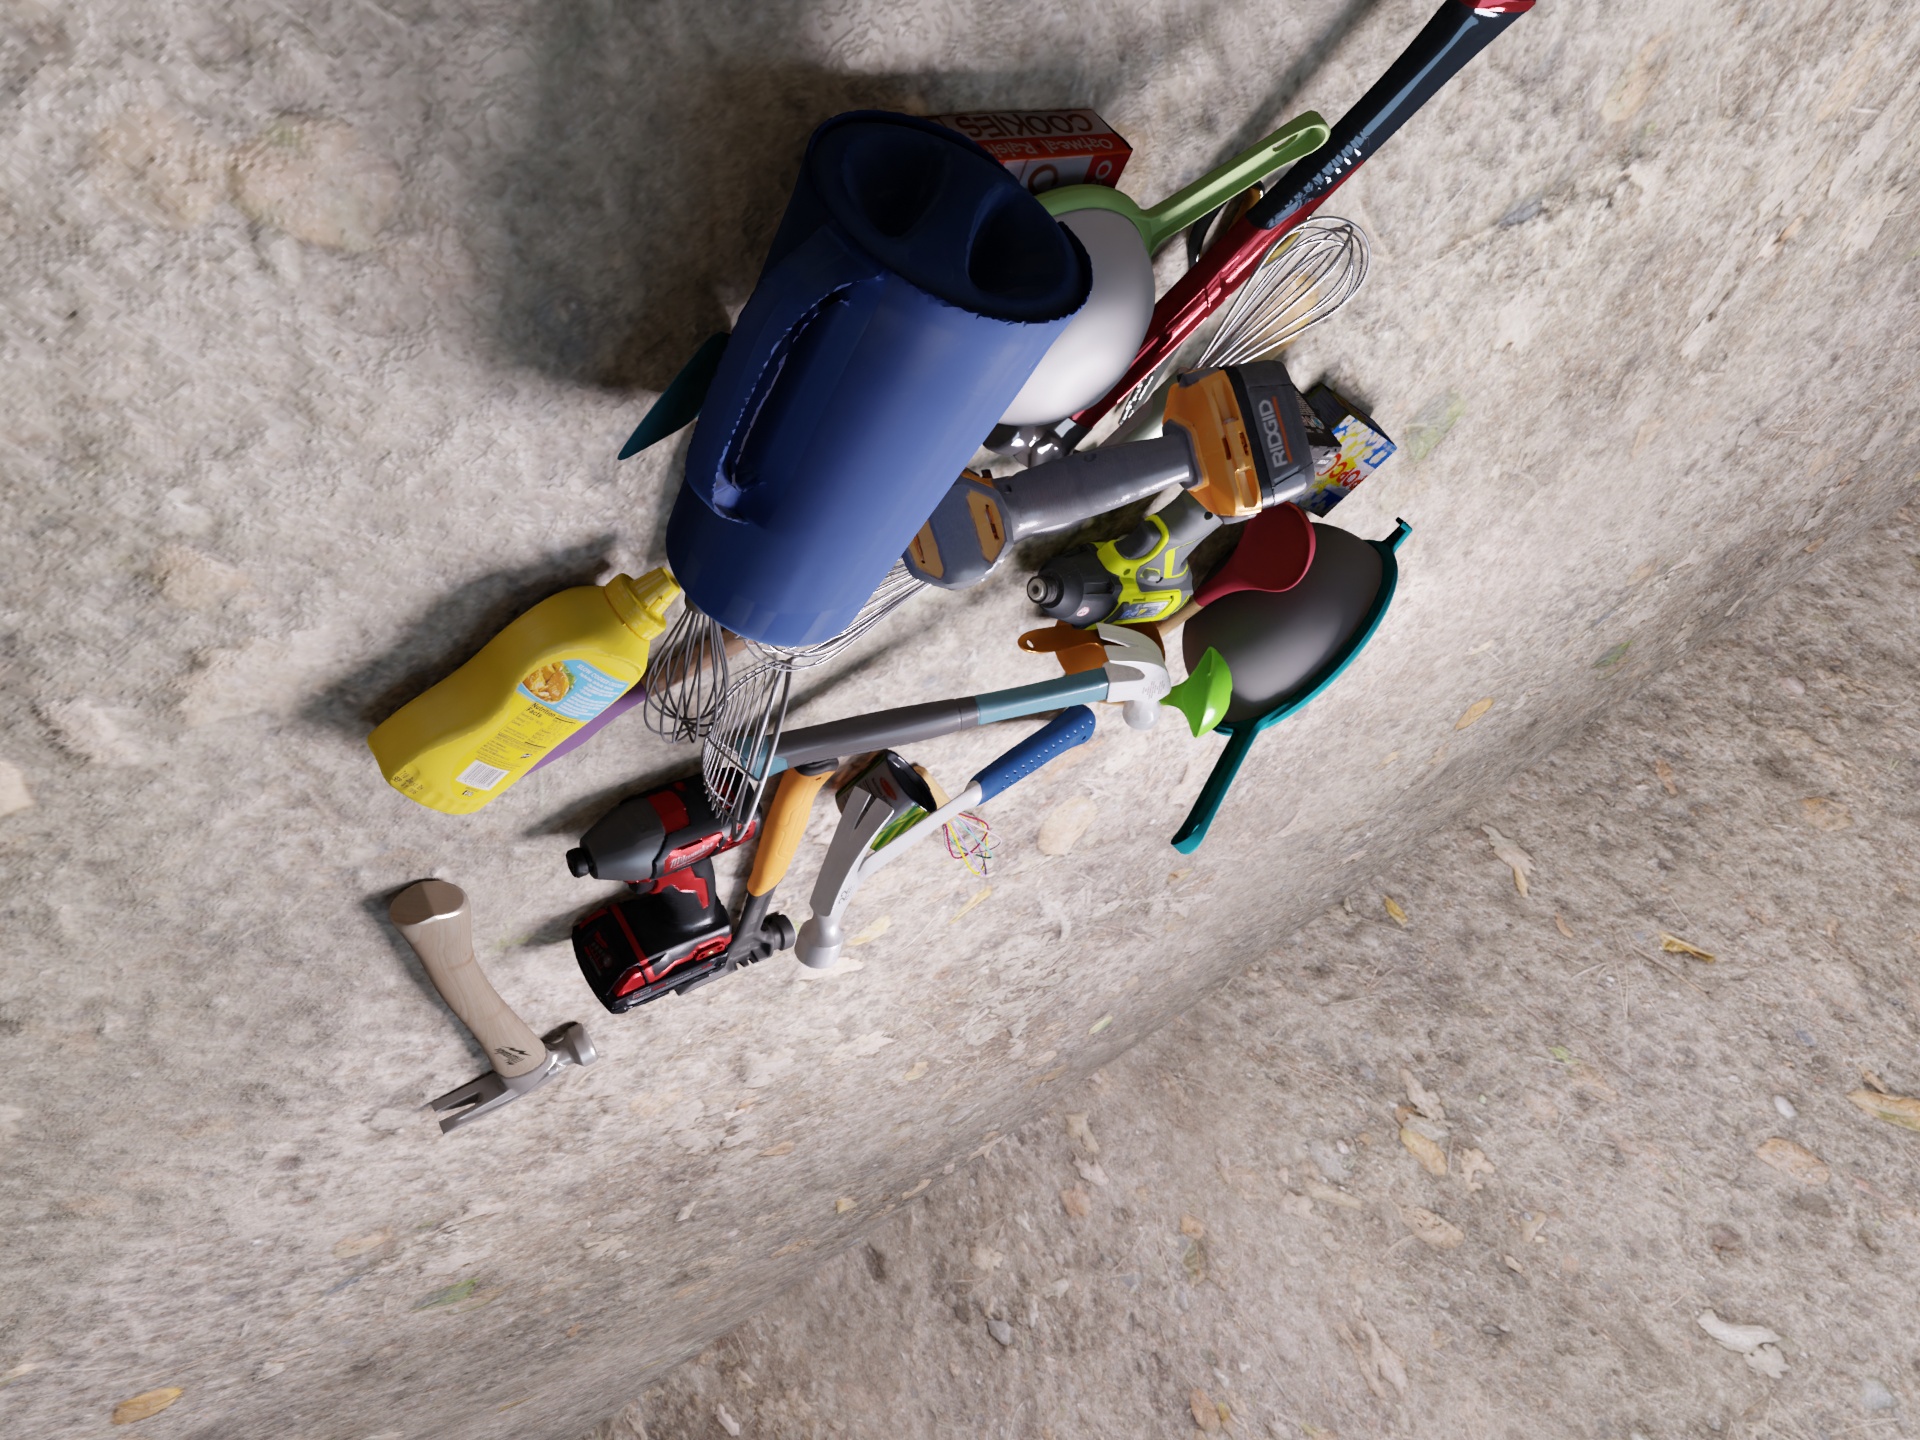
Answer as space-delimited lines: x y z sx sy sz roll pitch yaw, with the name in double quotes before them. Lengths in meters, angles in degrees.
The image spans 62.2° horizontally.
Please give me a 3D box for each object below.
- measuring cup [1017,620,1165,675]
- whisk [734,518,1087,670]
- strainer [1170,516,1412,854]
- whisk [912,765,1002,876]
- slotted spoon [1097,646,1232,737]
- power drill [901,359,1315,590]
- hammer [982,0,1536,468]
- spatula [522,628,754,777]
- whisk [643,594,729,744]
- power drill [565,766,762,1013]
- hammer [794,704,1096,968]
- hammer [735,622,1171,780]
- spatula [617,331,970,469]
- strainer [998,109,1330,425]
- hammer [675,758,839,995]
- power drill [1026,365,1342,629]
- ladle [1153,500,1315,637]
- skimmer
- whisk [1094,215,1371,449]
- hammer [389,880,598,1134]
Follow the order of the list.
"measuring cup" 0.088 -0.055 1.251 0.173 0.095 0.052 -10 156 -47
"whisk" -0.018 -0.103 1.022 0.284 0.070 0.070 -25 155 -26
"strainer" 0.225 -0.048 1.302 0.211 0.095 0.340 -23 -150 56
"whisk" -0.008 0.089 1.483 0.047 0.051 0.244 -53 155 -9
"slotted spoon" 0.161 -0.022 1.315 0.031 0.070 0.314 10 178 -12
"power drill" 0.068 -0.137 0.912 0.226 0.084 0.185 -18 -169 0
"hammer" 0.181 -0.282 0.953 0.386 0.038 0.143 -42 151 27
"spatula" -0.182 -0.035 1.026 0.316 0.018 0.059 -29 152 -10
"whisk" -0.155 -0.071 0.942 0.055 0.055 0.238 -19 144 -32
"power drill" -0.233 0.128 1.210 0.143 0.079 0.219 -21 151 -29
"hammer" 0.007 0.060 1.299 0.405 0.035 0.144 -31 146 -53
"hammer" -0.002 -0.004 1.189 0.331 0.033 0.128 -12 151 -8
"spatula" -0.072 -0.159 0.896 0.082 0.044 0.317 -47 155 20
"strainer" 0.095 -0.229 0.835 0.256 0.069 0.151 -32 158 2
"hammer" -0.167 0.125 1.340 0.127 0.034 0.336 -20 153 -32
"power drill" 0.157 -0.153 1.173 0.171 0.080 0.223 -9 149 -48
"ladle" 0.179 -0.086 1.305 0.031 0.069 0.315 -8 161 -41
"skimmer" -0.030 -0.054 1.098 0.363 0.090 0.127 -34 -171 -7
"whisk" 0.146 -0.210 0.963 0.059 0.058 0.246 33 124 -24
"hammer" -0.387 0.228 1.248 0.146 0.038 0.410 -26 155 -16
